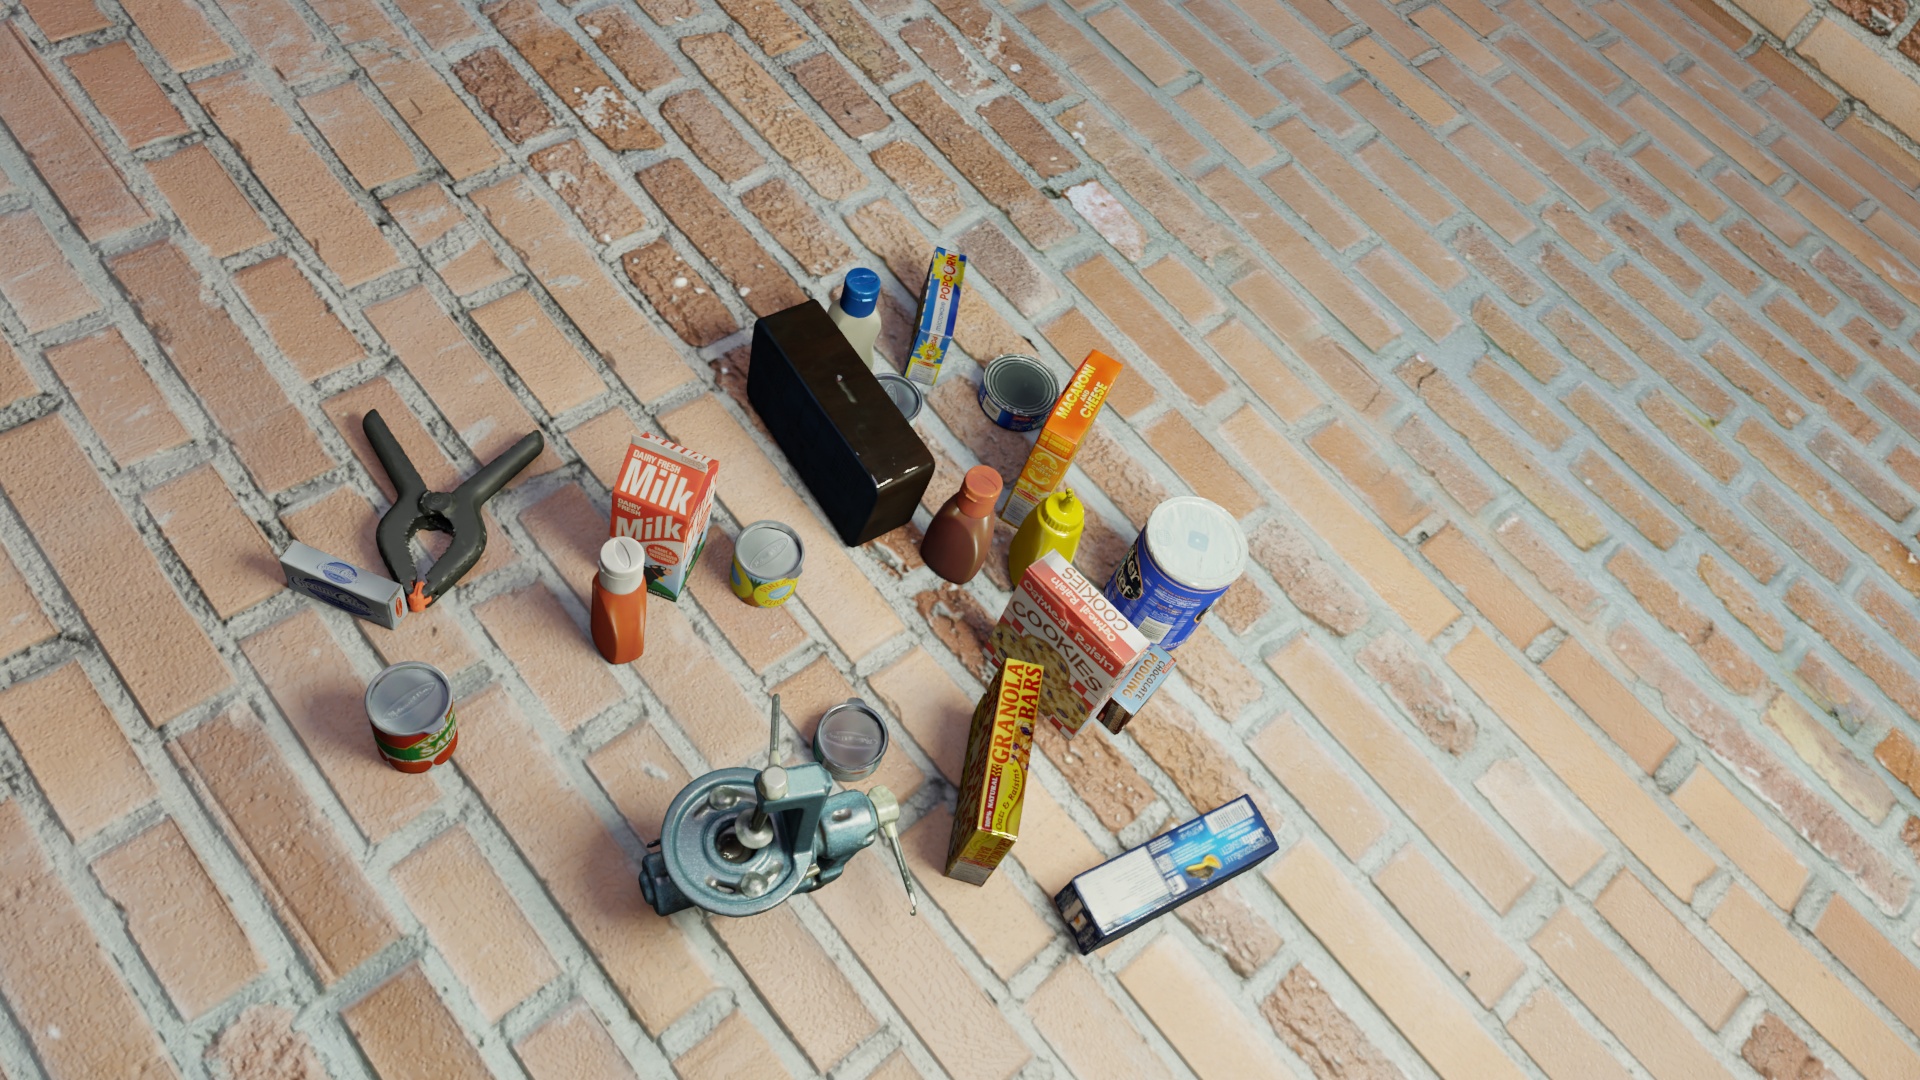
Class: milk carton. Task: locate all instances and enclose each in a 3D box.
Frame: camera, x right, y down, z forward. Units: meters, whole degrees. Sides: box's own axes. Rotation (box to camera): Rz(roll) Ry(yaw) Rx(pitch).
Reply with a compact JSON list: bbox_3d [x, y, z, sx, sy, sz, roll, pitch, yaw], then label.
[{"bbox_3d":[-0.268,-0.029,1.250,0.072,0.189,0.074,21,55,-2],"label":"milk carton"}]

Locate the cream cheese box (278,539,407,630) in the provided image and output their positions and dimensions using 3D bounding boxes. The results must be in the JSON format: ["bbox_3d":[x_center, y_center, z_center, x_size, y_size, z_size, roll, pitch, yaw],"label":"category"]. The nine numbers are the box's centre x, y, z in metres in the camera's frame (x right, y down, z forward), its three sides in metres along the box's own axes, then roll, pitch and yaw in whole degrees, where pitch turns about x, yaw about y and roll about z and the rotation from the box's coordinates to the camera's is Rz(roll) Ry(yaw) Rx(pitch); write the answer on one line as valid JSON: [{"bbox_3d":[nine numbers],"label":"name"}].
[{"bbox_3d":[-0.538,0.040,1.214,0.104,0.053,0.024,23,55,-1],"label":"cream cheese box"}]

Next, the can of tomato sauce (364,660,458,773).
[{"bbox_3d":[-0.451,0.149,1.151,0.071,0.082,0.071,7,57,-11],"label":"can of tomato sauce"}]

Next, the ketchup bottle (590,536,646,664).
[{"bbox_3d":[-0.299,0.050,1.216,0.044,0.148,0.065,-19,65,-25],"label":"ketchup bottle"}]

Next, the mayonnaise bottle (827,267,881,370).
[{"bbox_3d":[-0.113,-0.221,1.442,0.065,0.147,0.041,-9,62,-21],"label":"mayonnaise bottle"}]

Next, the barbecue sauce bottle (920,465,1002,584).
[{"bbox_3d":[0.005,-0.017,1.344,0.065,0.147,0.044,37,56,9],"label":"barbecue sauce bottle"}]

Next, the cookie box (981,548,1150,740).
[{"bbox_3d":[0.093,0.099,1.283,0.123,0.166,0.040,45,58,14],"label":"cookie box"}]

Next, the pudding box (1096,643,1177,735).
[{"bbox_3d":[0.171,0.144,1.347,0.030,0.049,0.084,40,57,11],"label":"pudding box"}]

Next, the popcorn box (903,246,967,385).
[{"bbox_3d":[-0.028,-0.245,1.519,0.038,0.084,0.127,14,56,-7],"label":"popcorn box"}]

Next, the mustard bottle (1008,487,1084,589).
[{"bbox_3d":[0.088,-0.004,1.352,0.049,0.159,0.065,-7,61,-20],"label":"mustard bottle"}]

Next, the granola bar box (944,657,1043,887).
[{"bbox_3d":[0.029,0.204,1.224,0.039,0.123,0.166,15,56,-6],"label":"granola bar box"}]

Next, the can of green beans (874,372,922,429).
[{"bbox_3d":[-0.078,-0.132,1.449,0.071,0.057,0.071,7,57,-11],"label":"can of green beans"}]

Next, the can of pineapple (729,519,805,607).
[{"bbox_3d":[-0.184,0.024,1.320,0.071,0.057,0.071,7,57,-11],"label":"can of pineapple"}]

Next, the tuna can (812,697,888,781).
[{"bbox_3d":[-0.100,0.181,1.259,0.071,0.032,0.071,7,57,-11],"label":"tuna can"}]

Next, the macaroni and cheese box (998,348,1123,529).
[{"bbox_3d":[0.100,-0.099,1.412,0.040,0.165,0.124,30,56,4],"label":"macaroni and cheese box"}]
